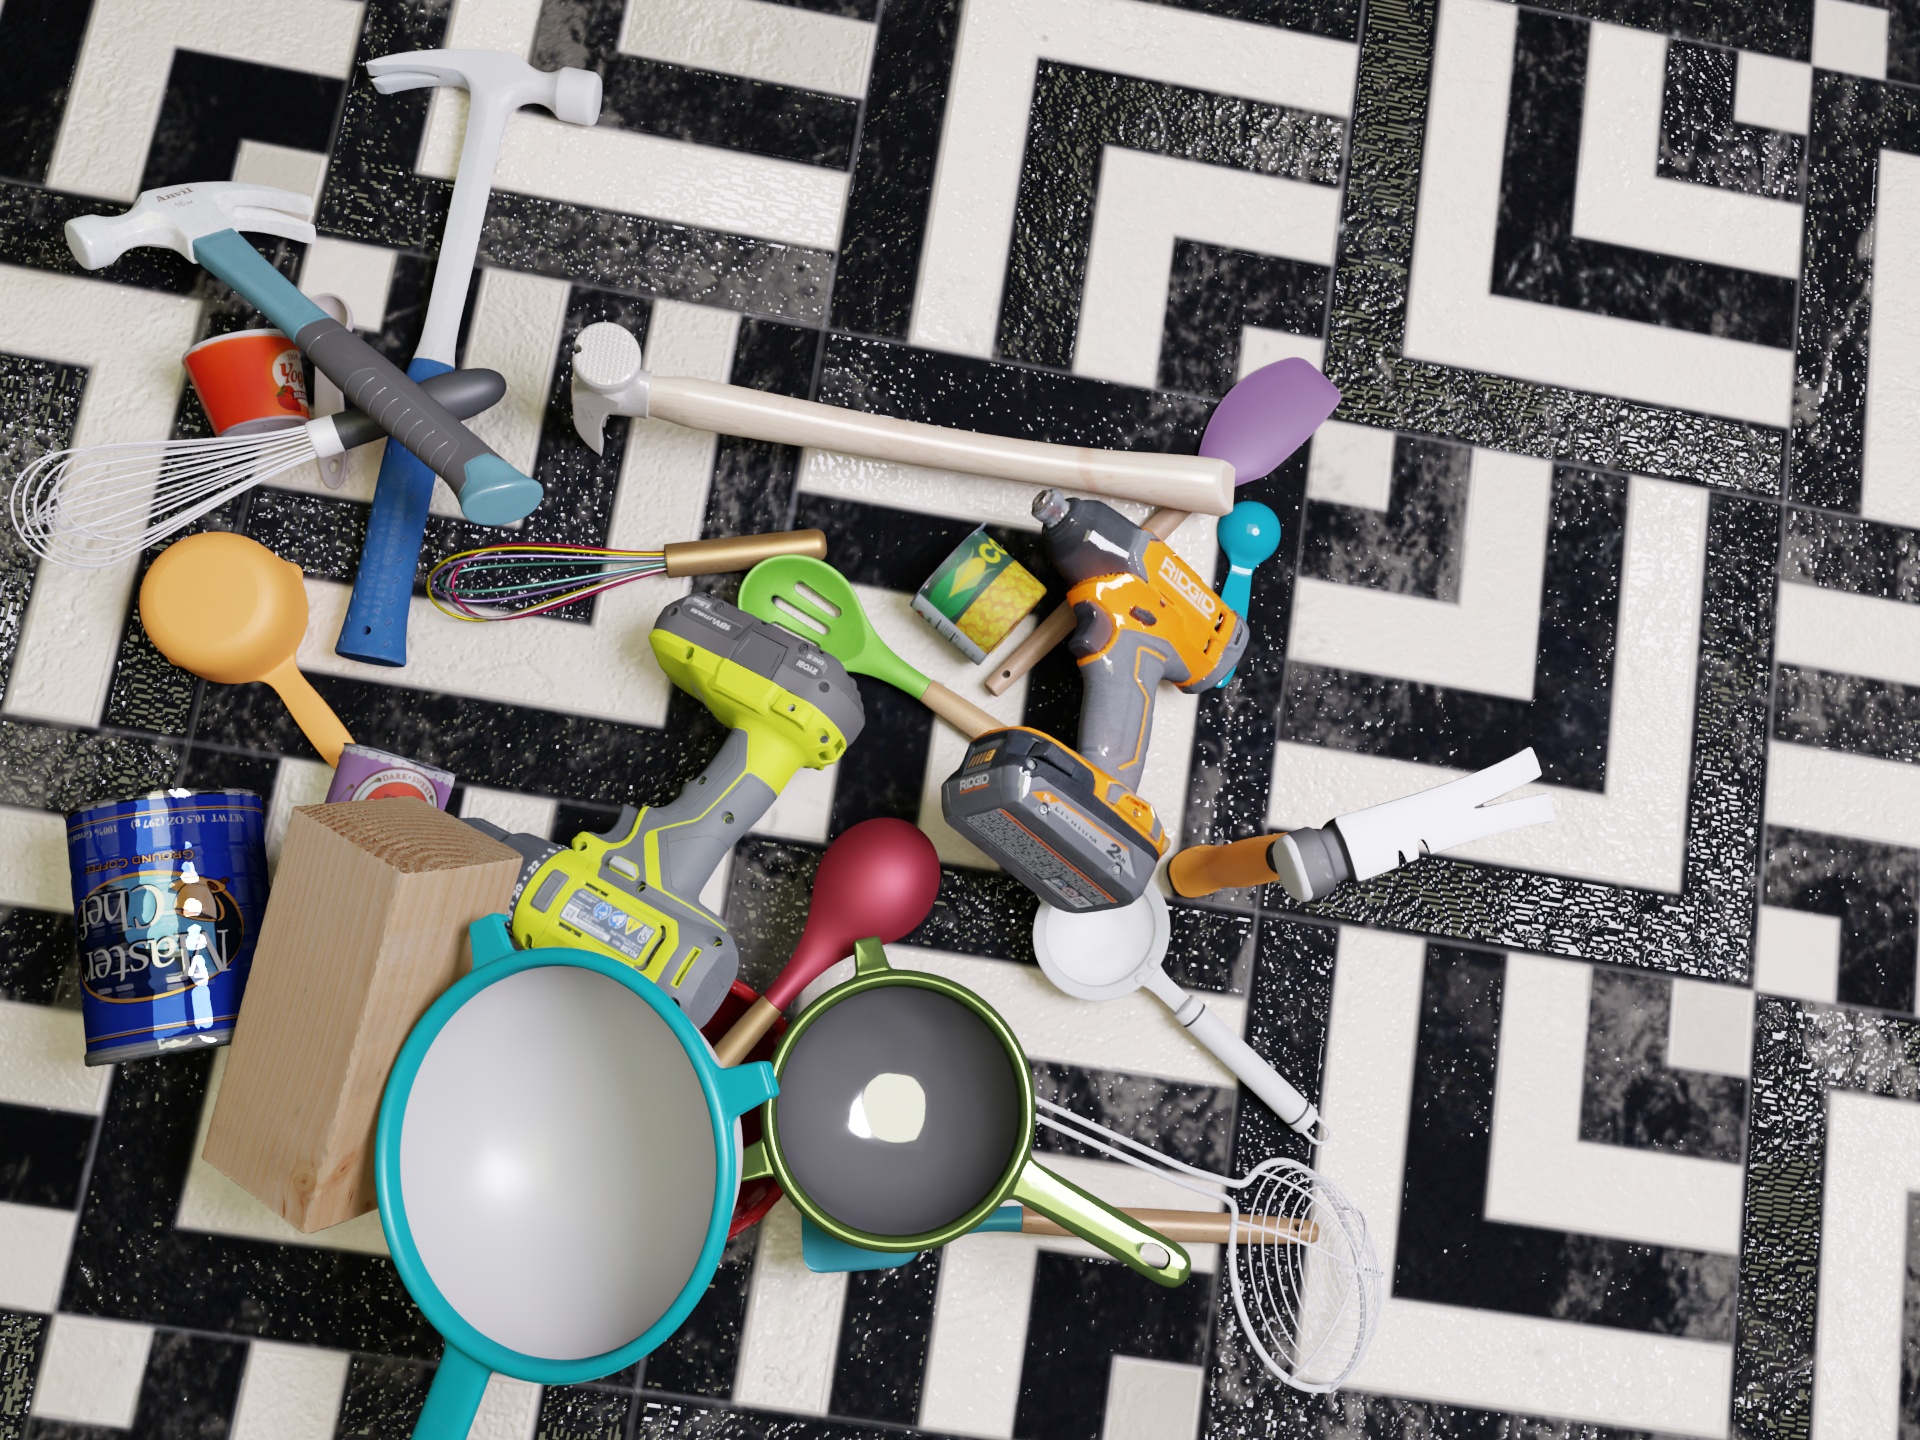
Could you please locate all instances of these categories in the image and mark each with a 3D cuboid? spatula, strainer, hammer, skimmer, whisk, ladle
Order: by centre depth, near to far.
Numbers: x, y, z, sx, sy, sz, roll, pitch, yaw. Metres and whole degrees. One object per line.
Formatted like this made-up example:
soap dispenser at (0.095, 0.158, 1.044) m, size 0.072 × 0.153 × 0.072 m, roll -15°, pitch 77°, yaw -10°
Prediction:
strainer at (-0.215, 0.283, 0.831) m, size 0.211 × 0.095 × 0.340 m, roll 23°, pitch 93°, yaw 22°
hammer at (0.180, 0.068, 0.847) m, size 0.127 × 0.337 × 0.034 m, roll -17°, pitch 84°, yaw -10°
strainer at (0.010, 0.244, 0.892) m, size 0.256 × 0.069 × 0.151 m, roll 30°, pitch 74°, yaw 1°
ladle at (-0.125, 0.179, 0.902) m, size 0.069 × 0.031 × 0.315 m, roll 41°, pitch 81°, yaw 4°
hammer at (-0.366, -0.216, 0.923) m, size 0.331 × 0.033 × 0.128 m, roll 40°, pitch 52°, yaw 18°
whisk at (-0.406, -0.156, 0.936) m, size 0.284 × 0.070 × 0.070 m, roll -21°, pitch 83°, yaw -14°
skimmer at (0.079, 0.266, 0.942) m, size 0.363 × 0.090 × 0.127 m, roll 23°, pitch 42°, yaw 13°
spatula at (0.063, 0.297, 0.948) m, size 0.317 × 0.044 × 0.082 m, roll 4°, pitch 54°, yaw -7°
strainer at (0.133, 0.174, 0.978) m, size 0.258 × 0.050 × 0.087 m, roll 43°, pitch 85°, yaw -3°
hammer at (-0.030, -0.170, 0.986) m, size 0.410 × 0.146 × 0.038 m, roll 8°, pitch 81°, yaw -11°
whisk at (-0.205, -0.094, 0.991) m, size 0.245 × 0.051 × 0.047 m, roll -8°, pitch 103°, yaw -11°
hammer at (-0.335, -0.235, 0.999) m, size 0.144 × 0.035 × 0.406 m, roll 10°, pitch 80°, yaw -4°
spatula at (0.128, -0.128, 1.036) m, size 0.060 × 0.018 × 0.316 m, roll 44°, pitch 78°, yaw 7°

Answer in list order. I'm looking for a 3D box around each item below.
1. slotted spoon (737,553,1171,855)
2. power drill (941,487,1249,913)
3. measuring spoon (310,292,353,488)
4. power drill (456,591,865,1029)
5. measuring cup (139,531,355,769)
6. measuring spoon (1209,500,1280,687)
slotted spoon at (-0.002, -0.003, 1.000) m, size 0.314 × 0.031 × 0.070 m, roll 33°, pitch 84°, yaw -2°
power drill at (0.074, -0.021, 0.934) m, size 0.164 × 0.084 × 0.227 m, roll 40°, pitch 57°, yaw -24°
measuring spoon at (-0.394, -0.206, 1.002) m, size 0.034 × 0.018 × 0.124 m, roll -4°, pitch 88°, yaw 12°
power drill at (-0.179, 0.044, 0.926) m, size 0.191 × 0.080 × 0.228 m, roll 26°, pitch 70°, yaw 16°
measuring cup at (-0.417, -0.037, 0.950) m, size 0.095 × 0.052 × 0.173 m, roll -38°, pitch 84°, yaw -10°
measuring spoon at (0.181, -0.084, 1.032) m, size 0.042 × 0.021 × 0.129 m, roll 14°, pitch 79°, yaw -3°
